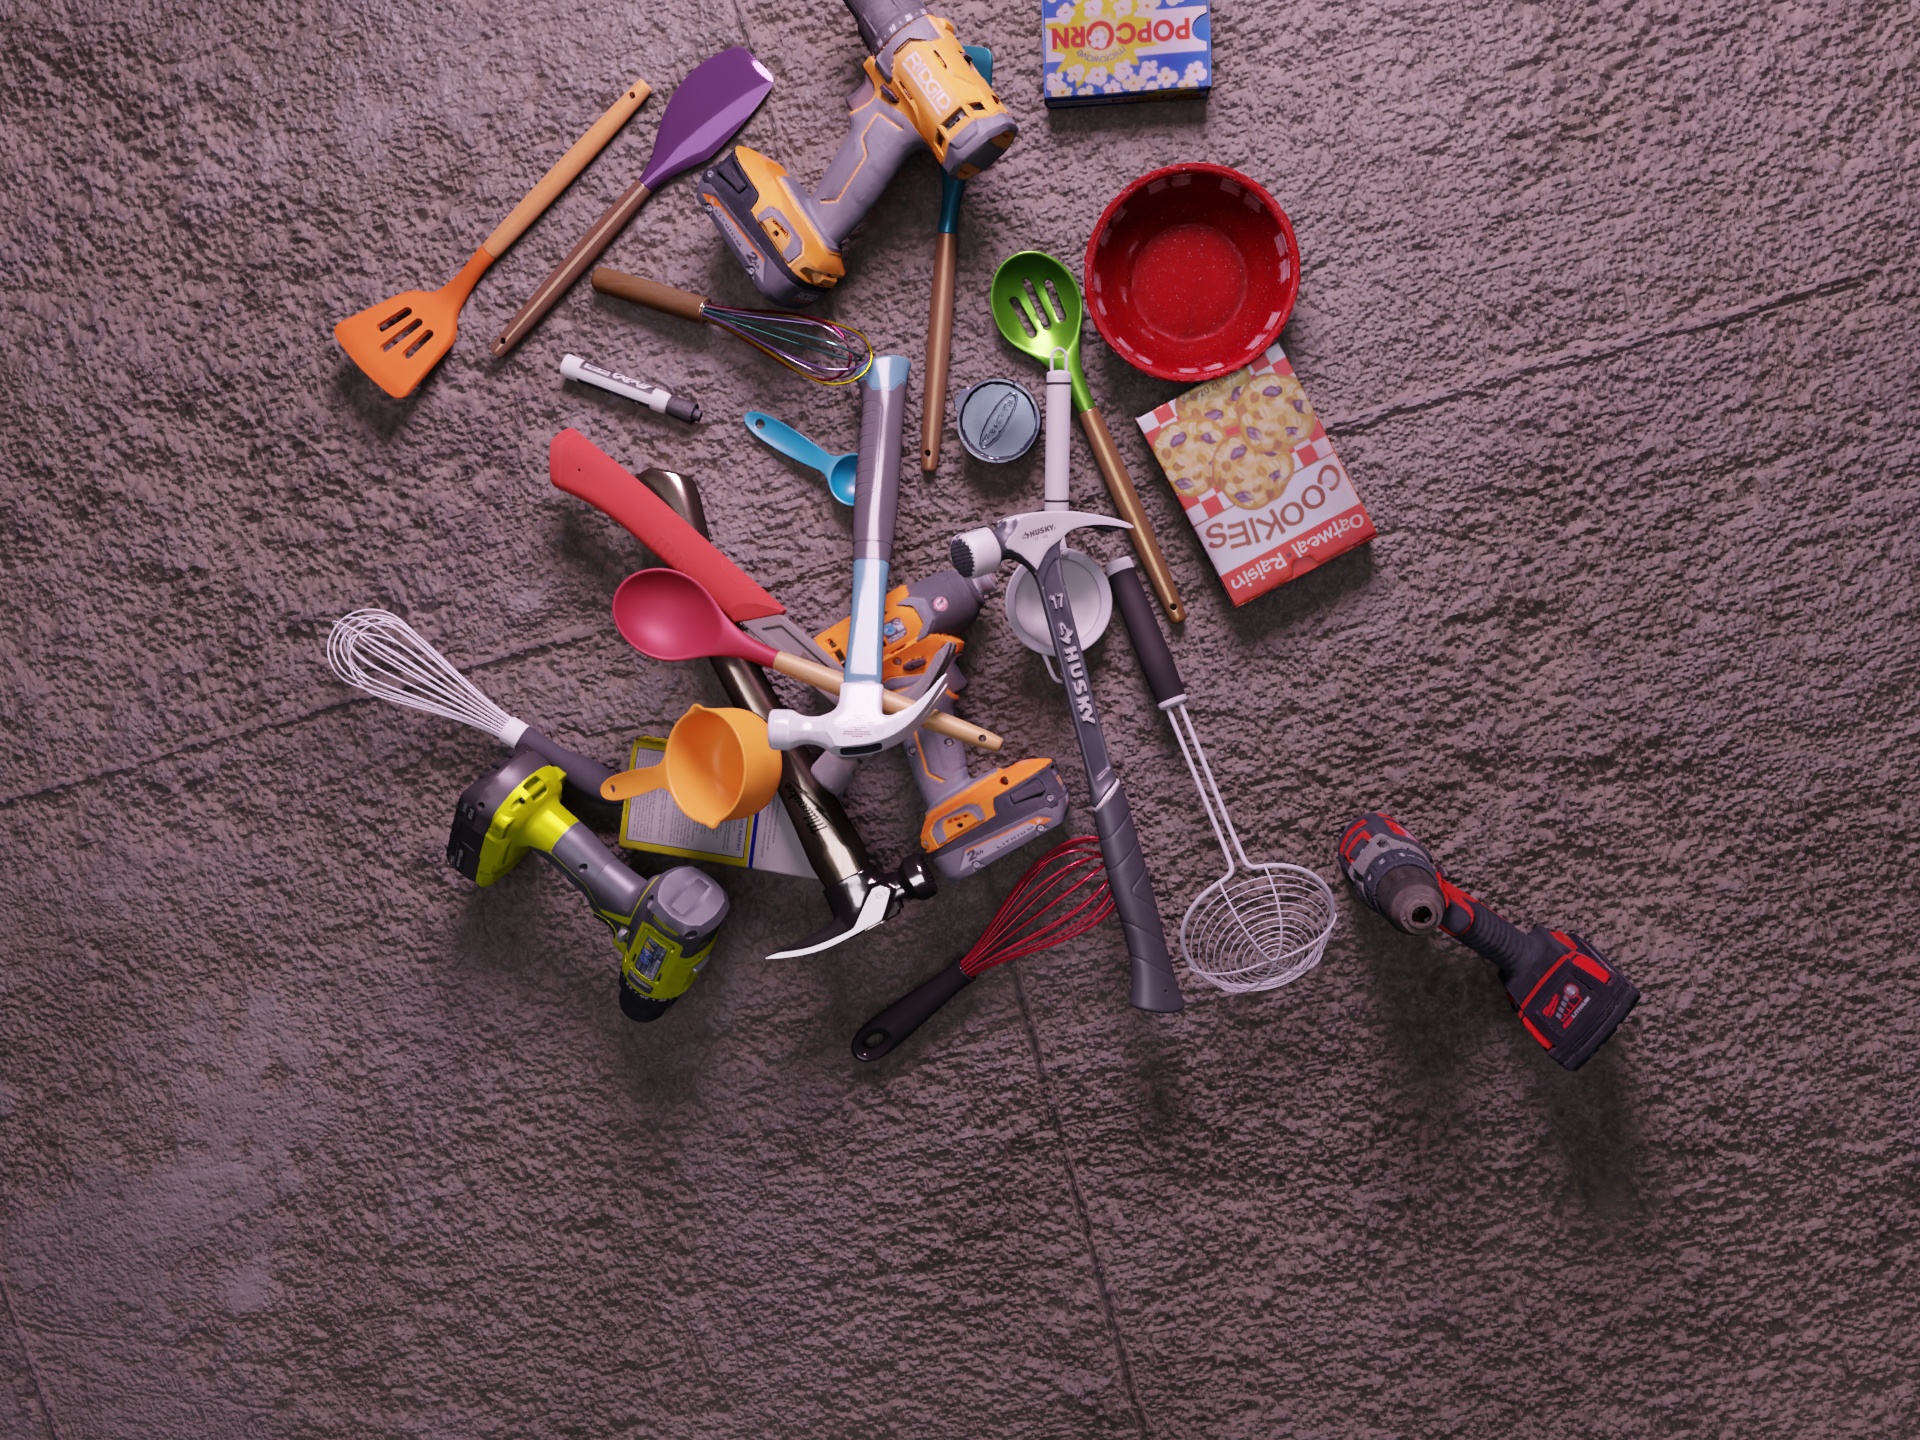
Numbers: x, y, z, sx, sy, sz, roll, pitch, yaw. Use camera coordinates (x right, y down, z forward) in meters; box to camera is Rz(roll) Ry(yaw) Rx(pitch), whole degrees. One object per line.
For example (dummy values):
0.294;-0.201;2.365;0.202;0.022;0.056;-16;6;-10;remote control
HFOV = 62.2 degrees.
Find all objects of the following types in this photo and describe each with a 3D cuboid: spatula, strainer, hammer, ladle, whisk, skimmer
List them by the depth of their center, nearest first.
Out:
-0.115;-0.038;1.202;0.315;0.031;0.069;21;90;7;ladle
-0.068;-0.131;1.206;0.128;0.033;0.331;3;69;0;hammer
0.110;0.036;1.226;0.149;0.036;0.409;-20;100;-29;hammer
-0.018;-0.355;1.241;0.082;0.044;0.317;8;100;20;spatula
-0.178;-0.112;1.244;0.359;0.036;0.149;41;96;8;hammer
0.076;-0.160;1.247;0.087;0.050;0.258;-2;101;-11;strainer
-0.184;-0.315;1.258;0.245;0.051;0.047;19;104;12;whisk
-0.173;-0.012;1.276;0.146;0.038;0.411;-27;84;4;hammer
-0.272;-0.412;1.277;0.060;0.018;0.316;45;99;3;spatula
0.191;0.044;1.277;0.127;0.090;0.363;-21;84;4;skimmer
-0.366;-0.395;1.279;0.322;0.041;0.081;-43;90;9;spatula
0.020;0.193;1.305;0.296;0.073;0.073;-40;92;16;whisk
-0.400;-0.006;1.328;0.284;0.070;0.070;31;100;-2;whisk

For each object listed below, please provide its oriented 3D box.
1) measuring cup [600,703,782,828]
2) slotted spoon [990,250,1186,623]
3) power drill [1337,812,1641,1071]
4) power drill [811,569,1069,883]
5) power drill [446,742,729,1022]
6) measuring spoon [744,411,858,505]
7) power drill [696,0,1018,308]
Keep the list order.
-0.210;0.041;1.244;0.173;0.052;0.095;-13;84;39;measuring cup
0.109;-0.220;1.254;0.070;0.031;0.313;-24;96;9;slotted spoon
0.390;0.163;1.193;0.226;0.188;0.080;35;101;-3;power drill
-0.002;-0.004;1.269;0.164;0.084;0.226;-31;89;9;power drill
-0.305;0.143;1.301;0.228;0.080;0.190;37;137;5;power drill
-0.119;-0.216;1.289;0.129;0.021;0.042;32;101;11;measuring spoon
-0.092;-0.446;1.199;0.226;0.084;0.185;-35;87;22;power drill
